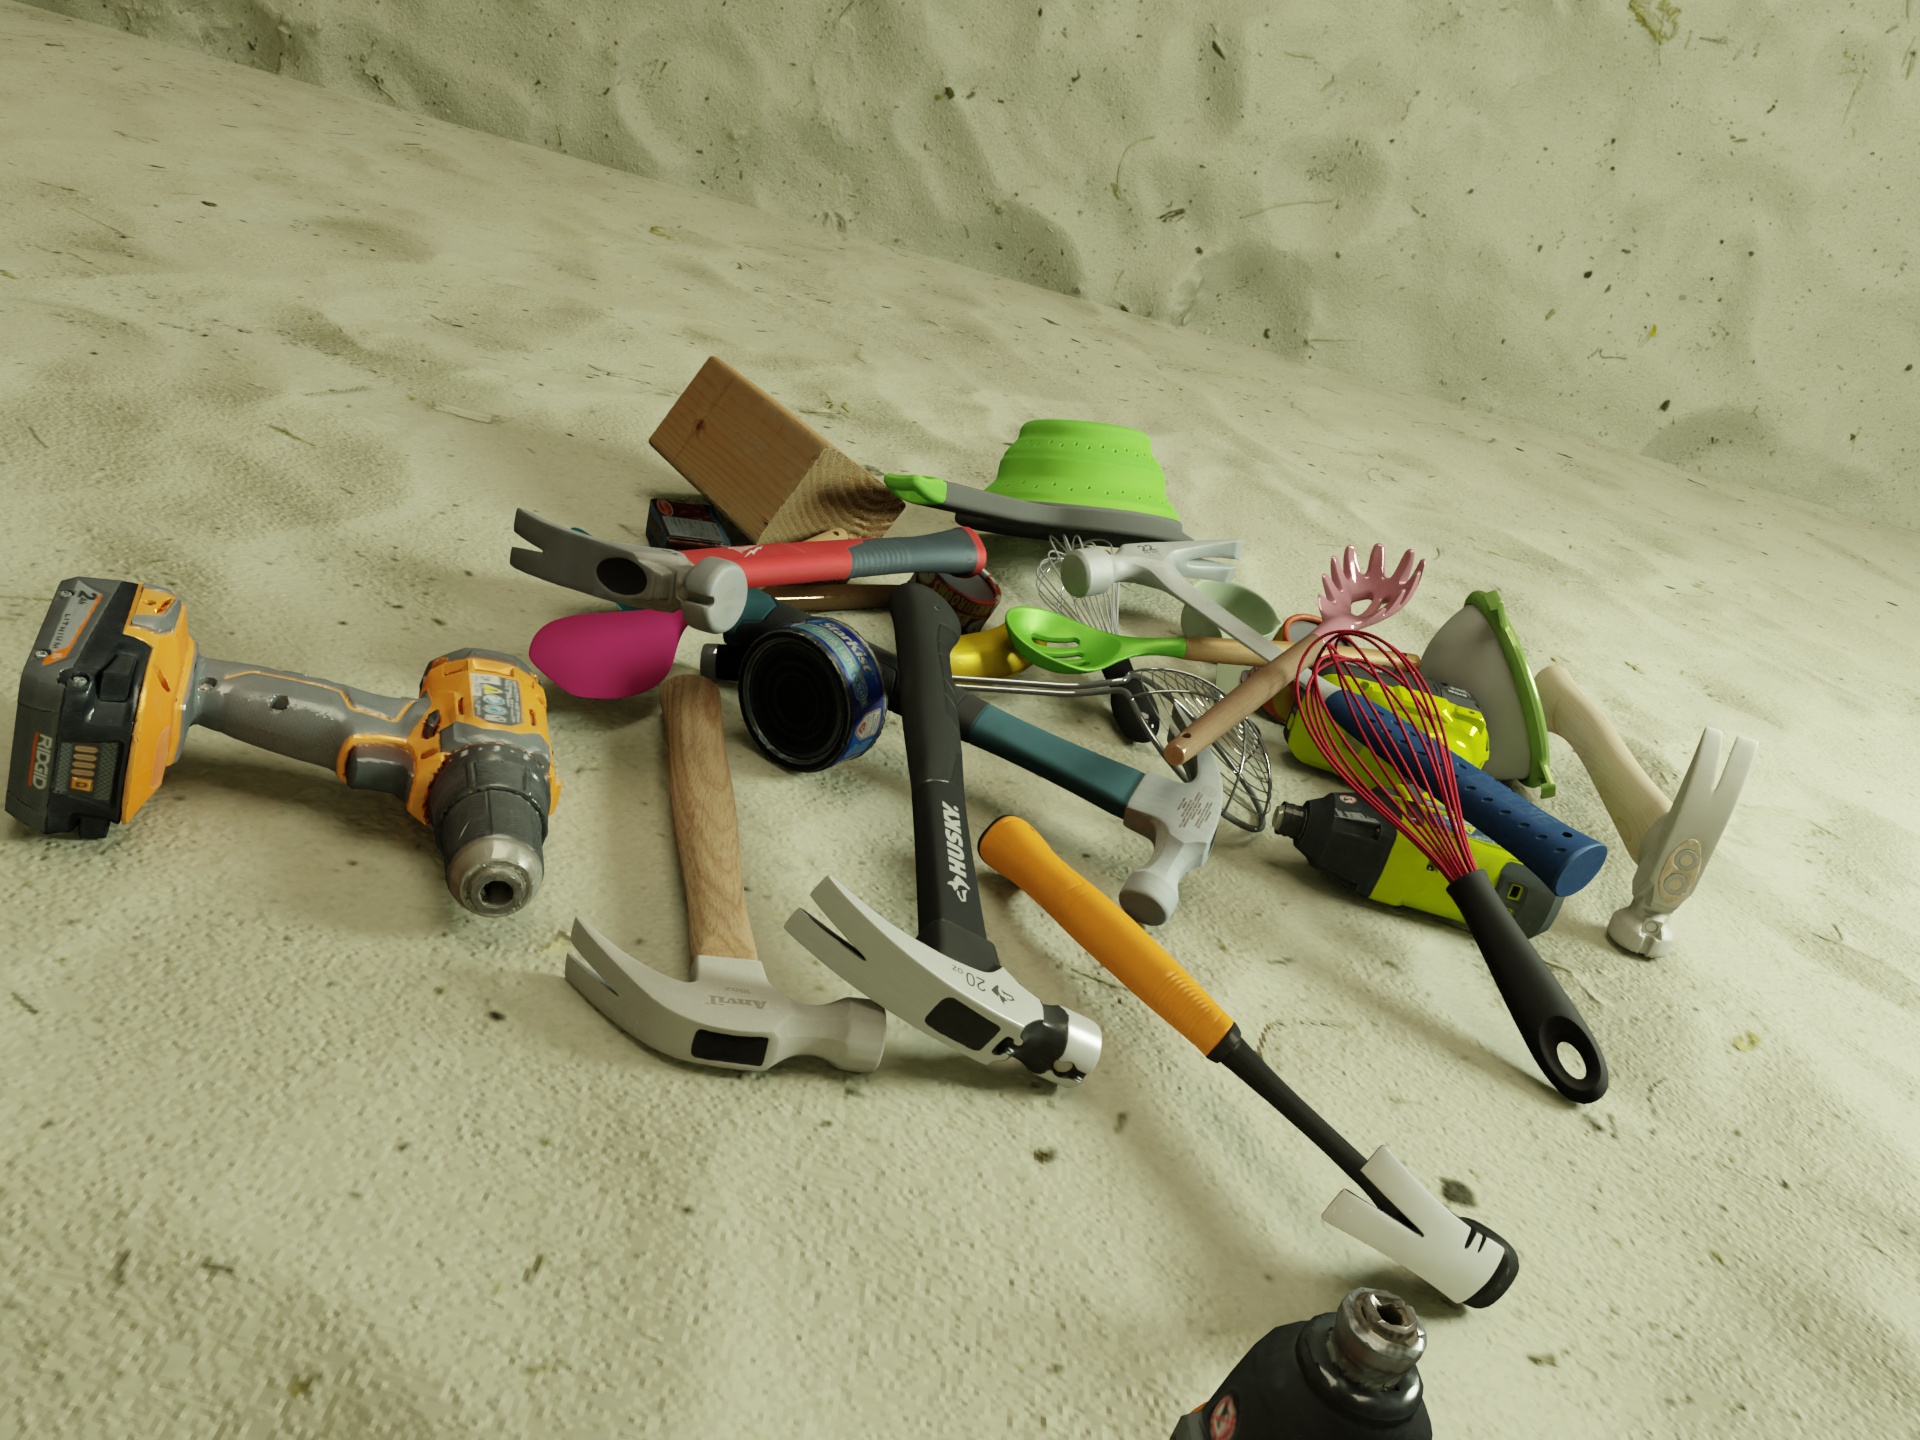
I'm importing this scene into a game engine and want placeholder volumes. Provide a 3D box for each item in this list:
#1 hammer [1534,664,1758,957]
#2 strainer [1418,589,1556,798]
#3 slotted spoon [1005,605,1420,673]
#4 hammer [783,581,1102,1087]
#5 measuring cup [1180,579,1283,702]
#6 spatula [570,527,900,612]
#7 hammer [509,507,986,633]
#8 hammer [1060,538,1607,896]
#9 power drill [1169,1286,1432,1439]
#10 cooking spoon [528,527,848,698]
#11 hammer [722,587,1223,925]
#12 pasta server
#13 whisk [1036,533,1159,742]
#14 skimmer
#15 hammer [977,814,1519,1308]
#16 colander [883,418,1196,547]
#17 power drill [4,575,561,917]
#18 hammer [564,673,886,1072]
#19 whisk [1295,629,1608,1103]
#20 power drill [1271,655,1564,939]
[{"bbox_3d":[0.467,0.019,1.142,0.038,0.146,0.411,17,19,4],"label":"hammer"},{"bbox_3d":[0.378,-0.019,1.224,0.069,0.151,0.256,-17,3,5],"label":"strainer"},{"bbox_3d":[0.179,-0.047,1.108,0.313,0.031,0.070,3,36,-15],"label":"slotted spoon"},{"bbox_3d":[-0.016,0.028,0.796,0.146,0.035,0.335,29,29,-24],"label":"hammer"},{"bbox_3d":[0.206,-0.049,1.243,0.083,0.038,0.168,18,40,-2],"label":"measuring cup"},{"bbox_3d":[-0.123,-0.091,1.100,0.317,0.044,0.082,-6,50,-44],"label":"spatula"},{"bbox_3d":[-0.100,-0.102,0.986,0.143,0.038,0.386,17,15,24],"label":"hammer"},{"bbox_3d":[0.237,-0.020,1.012,0.144,0.035,0.406,-11,36,-33],"label":"hammer"},{"bbox_3d":[0.085,0.248,0.341,0.084,0.164,0.227,12,26,-10],"label":"power drill"},{"bbox_3d":[-0.155,-0.078,1.005,0.069,0.017,0.319,38,32,9],"label":"cooking spoon"},{"bbox_3d":[-0.001,-0.003,0.924,0.331,0.033,0.128,25,54,18],"label":"hammer"},{"bbox_3d":[0.205,-0.044,0.972,0.060,0.040,0.316,16,30,32],"label":"pasta server"},{"bbox_3d":[0.104,-0.063,1.177,0.070,0.070,0.285,10,30,-14],"label":"whisk"},{"bbox_3d":[0.018,0.006,0.998,0.363,0.090,0.127,5,25,0],"label":"skimmer"},{"bbox_3d":[0.100,0.130,0.723,0.127,0.034,0.337,39,1,-40],"label":"hammer"},{"bbox_3d":[0.060,-0.200,1.267,0.204,0.094,0.397,8,4,30],"label":"colander"},{"bbox_3d":[-0.294,0.017,0.716,0.226,0.084,0.186,10,25,-24],"label":"power drill"},{"bbox_3d":[-0.127,0.058,0.786,0.130,0.031,0.332,9,24,-18],"label":"hammer"},{"bbox_3d":[0.265,0.070,0.864,0.073,0.073,0.296,-2,56,-36],"label":"whisk"},{"bbox_3d":[0.280,0.044,1.025,0.171,0.080,0.223,16,27,-1],"label":"power drill"}]
